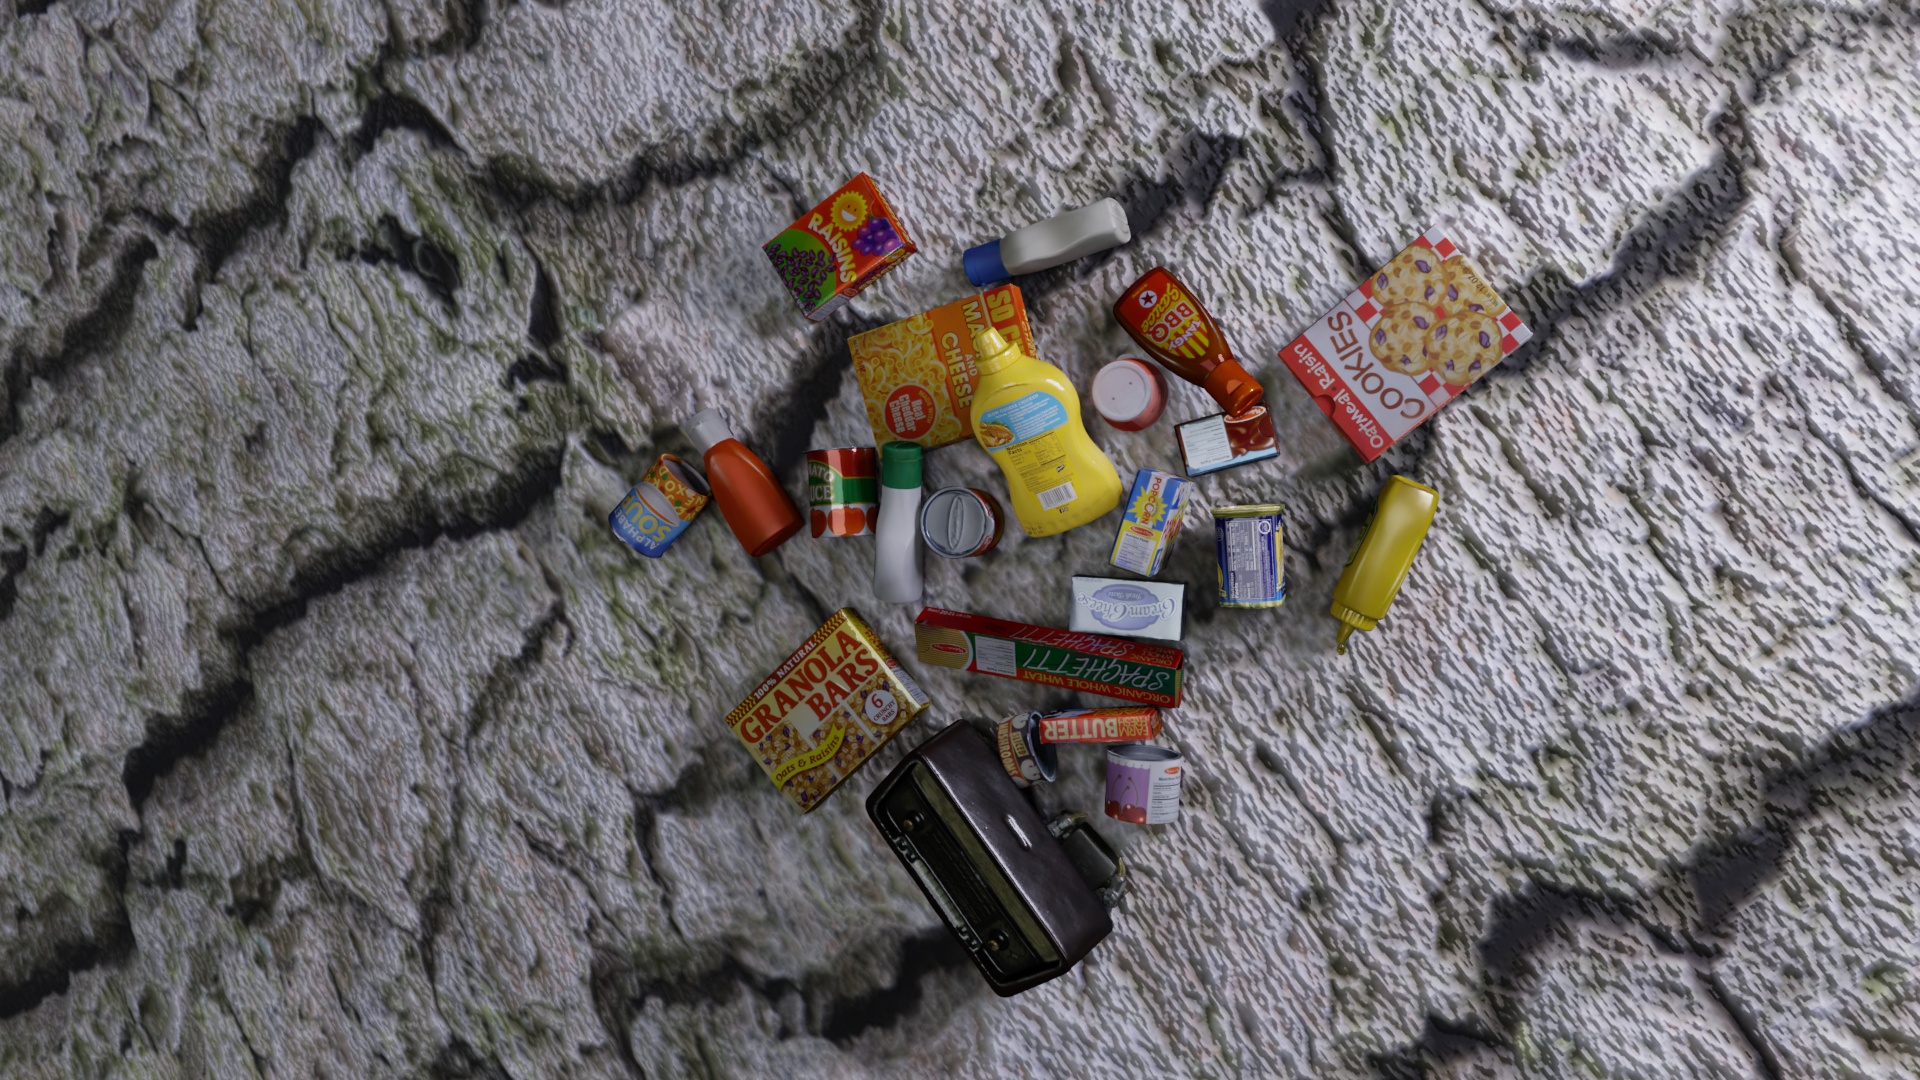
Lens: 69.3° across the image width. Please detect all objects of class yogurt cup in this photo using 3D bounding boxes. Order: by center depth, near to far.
[{"bbox_3d":[0.149,-0.131,1.238,0.072,0.054,0.072,1,92,17],"label":"yogurt cup"}]

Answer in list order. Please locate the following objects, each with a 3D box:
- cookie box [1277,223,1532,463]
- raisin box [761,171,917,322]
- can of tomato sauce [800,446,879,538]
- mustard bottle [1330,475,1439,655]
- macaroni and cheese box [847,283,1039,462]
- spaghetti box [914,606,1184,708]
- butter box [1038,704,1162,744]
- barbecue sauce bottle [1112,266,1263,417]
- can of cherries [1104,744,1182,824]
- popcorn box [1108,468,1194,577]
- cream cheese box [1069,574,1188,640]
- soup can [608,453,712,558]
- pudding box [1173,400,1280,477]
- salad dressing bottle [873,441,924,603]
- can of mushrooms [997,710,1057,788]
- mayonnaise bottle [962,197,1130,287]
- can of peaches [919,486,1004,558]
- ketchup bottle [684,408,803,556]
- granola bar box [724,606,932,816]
[{"bbox_3d":[0.372,-0.164,1.174,0.167,0.040,0.123,-40,79,14],"label":"cookie box"},{"bbox_3d":[-0.116,-0.280,1.328,0.123,0.040,0.086,-33,80,14],"label":"raisin box"},{"bbox_3d":[-0.112,-0.045,1.312,0.071,0.071,0.083,-4,90,18],"label":"can of tomato sauce"},{"bbox_3d":[0.350,0.025,1.172,0.049,0.065,0.160,25,101,11],"label":"mustard bottle"},{"bbox_3d":[-0.009,-0.154,1.294,0.166,0.040,0.123,-16,87,17],"label":"macaroni and cheese box"},{"bbox_3d":[0.080,0.106,1.263,0.250,0.029,0.050,9,127,17],"label":"spaghetti box"},{"bbox_3d":[0.126,0.165,1.247,0.103,0.053,0.024,-5,91,18],"label":"butter box"},{"bbox_3d":[0.202,-0.170,1.212,0.065,0.043,0.149,-42,67,6],"label":"barbecue sauce bottle"},{"bbox_3d":[0.160,0.216,1.232,0.071,0.071,0.058,3,93,17],"label":"can of cherries"},{"bbox_3d":[0.166,-0.017,1.196,0.038,0.127,0.085,18,96,14],"label":"popcorn box"},{"bbox_3d":[0.152,0.060,1.254,0.104,0.024,0.053,3,93,18],"label":"cream cheese box"},{"bbox_3d":[-0.296,-0.034,1.369,0.071,0.071,0.083,45,103,12],"label":"soup can"},{"bbox_3d":[0.236,-0.088,1.223,0.083,0.030,0.049,-15,85,17],"label":"pudding box"},{"bbox_3d":[-0.056,-0.017,1.287,0.044,0.064,0.147,8,107,17],"label":"salad dressing bottle"},{"bbox_3d":[0.060,0.189,1.259,0.033,0.071,0.071,-17,86,19],"label":"can of mushrooms"},{"bbox_3d":[0.076,-0.268,1.257,0.148,0.065,0.041,-14,88,21],"label":"mayonnaise bottle"},{"bbox_3d":[0.005,-0.016,1.282,0.071,0.058,0.071,0,90,17],"label":"can of peaches"},{"bbox_3d":[-0.217,-0.060,1.358,0.064,0.043,0.149,-36,80,14],"label":"ketchup bottle"},{"bbox_3d":[-0.128,0.163,1.334,0.165,0.039,0.124,-43,79,13],"label":"granola bar box"}]
